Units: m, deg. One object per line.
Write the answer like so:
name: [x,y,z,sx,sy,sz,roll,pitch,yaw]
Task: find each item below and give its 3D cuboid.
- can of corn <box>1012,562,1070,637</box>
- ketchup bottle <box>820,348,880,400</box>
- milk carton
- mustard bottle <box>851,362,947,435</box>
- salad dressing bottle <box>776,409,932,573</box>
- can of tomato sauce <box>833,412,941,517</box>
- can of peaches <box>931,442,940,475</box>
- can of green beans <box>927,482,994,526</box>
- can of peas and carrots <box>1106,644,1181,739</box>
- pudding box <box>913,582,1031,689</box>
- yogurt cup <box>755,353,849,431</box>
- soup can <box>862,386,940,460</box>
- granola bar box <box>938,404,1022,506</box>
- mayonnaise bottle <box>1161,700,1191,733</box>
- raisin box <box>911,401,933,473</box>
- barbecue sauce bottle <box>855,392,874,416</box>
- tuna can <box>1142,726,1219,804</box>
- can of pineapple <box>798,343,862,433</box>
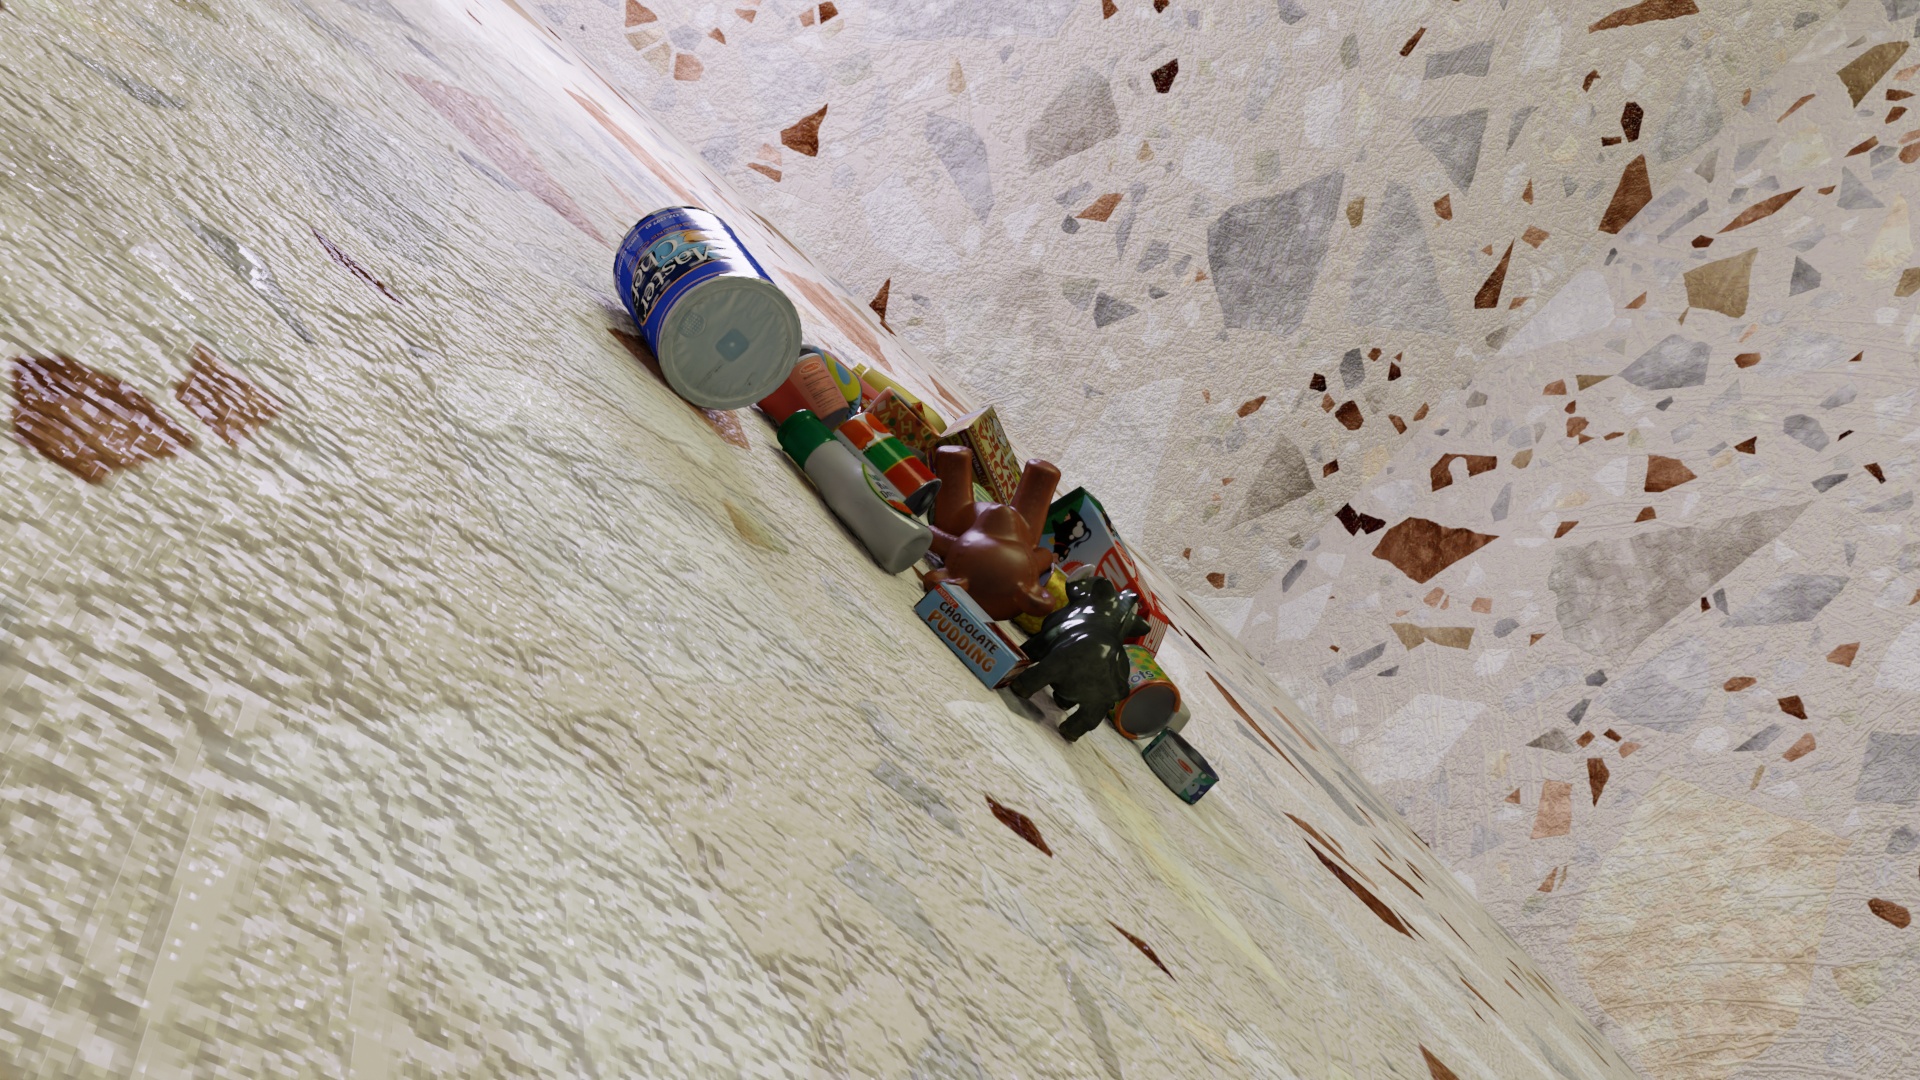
can of corn: [0.084,0.065,1.282,0.058,0.071,0.071,41,8,-12]
ketchup bottle: [-0.107,-0.148,1.518,0.148,0.043,0.065,38,10,-38]
milk carton: [0.143,0.048,1.381,0.191,0.073,0.072,63,13,22]
mustard bottle: [-0.091,-0.161,1.603,0.160,0.049,0.065,39,-28,-7]
salad dressing bottle: [-0.083,-0.040,1.055,0.148,0.044,0.064,47,7,22]
can of tomato sauce: [-0.066,-0.053,1.126,0.083,0.071,0.071,45,7,12]
can of peaches: [-0.046,-0.083,1.425,0.071,0.058,0.071,43,7,-6]
can of green beans: [0.007,-0.016,1.306,0.071,0.071,0.058,40,8,-29]
can of peas and carrots: [0.156,0.136,1.252,0.071,0.071,0.059,38,10,-38]
pudding box: [0.009,0.068,1.001,0.084,0.030,0.049,45,7,12]
yogurt cup: [-0.129,-0.115,1.156,0.054,0.072,0.072,53,8,6]
soup can: [-0.066,-0.081,1.212,0.071,0.083,0.071,43,7,-7]
granola bar box: [0.039,-0.050,1.435,0.165,0.039,0.124,66,18,-9]
mayonnaise bottle: [0.170,0.149,1.354,0.065,0.041,0.148,40,5,38]
raisin box: [-0.052,-0.086,1.324,0.123,0.040,0.086,-78,159,-81]
barbecue sauce bottle: [-0.100,-0.112,1.358,0.065,0.043,0.149,44,8,-9]
tuna can: [0.196,0.200,1.235,0.071,0.033,0.071,43,8,-7]
can of pineapple: [-0.130,-0.133,1.239,0.071,0.071,0.058,49,9,35]
